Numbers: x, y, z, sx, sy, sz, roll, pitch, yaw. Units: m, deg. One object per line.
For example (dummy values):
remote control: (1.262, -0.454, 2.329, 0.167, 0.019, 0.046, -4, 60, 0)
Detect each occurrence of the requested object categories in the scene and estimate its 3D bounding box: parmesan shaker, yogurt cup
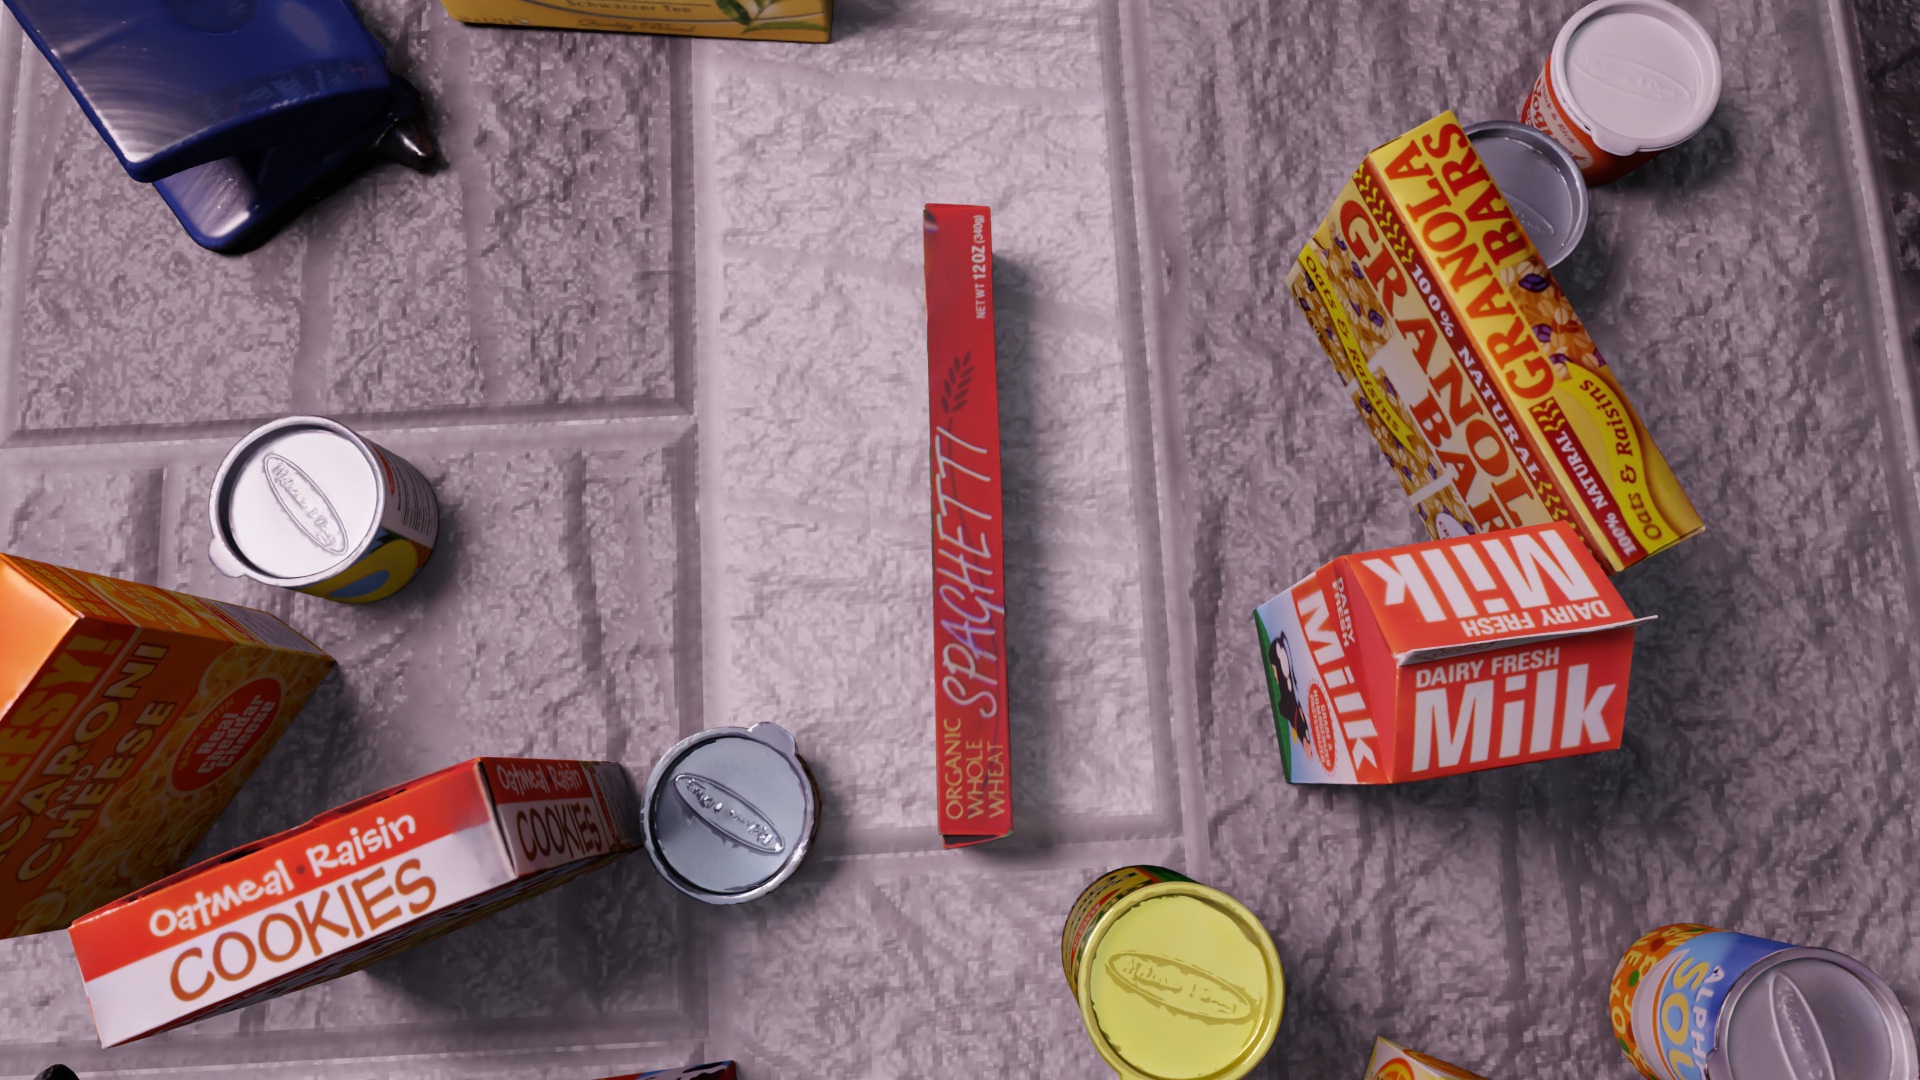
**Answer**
parmesan shaker: (0.070, 0.154, 0.493, 0.071, 0.103, 0.071, 0, 80, 0)
yogurt cup: (0.271, -0.184, 0.580, 0.072, 0.054, 0.072, 0, 80, 0)

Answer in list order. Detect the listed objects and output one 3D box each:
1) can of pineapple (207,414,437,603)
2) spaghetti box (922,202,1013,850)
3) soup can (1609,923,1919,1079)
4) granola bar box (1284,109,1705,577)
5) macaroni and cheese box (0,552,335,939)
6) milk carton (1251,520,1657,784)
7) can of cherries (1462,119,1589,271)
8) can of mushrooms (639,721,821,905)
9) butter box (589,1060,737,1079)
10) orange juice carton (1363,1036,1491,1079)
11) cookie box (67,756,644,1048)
can of pineapple: (-0.249, -0.010, 0.546, 0.071, 0.057, 0.071, 0, 80, 0)
spaghetti box: (0.002, -0.007, 0.549, 0.029, 0.050, 0.250, -2, 80, 0)
soup can: (0.281, 0.176, 0.499, 0.071, 0.083, 0.071, 0, 80, 0)
granola bar box: (0.189, -0.057, 0.521, 0.039, 0.124, 0.165, -27, 81, -4)
macaroni and cheese box: (-0.303, 0.075, 0.475, 0.040, 0.166, 0.124, 33, 82, 6)
milk carton: (0.157, 0.042, 0.469, 0.072, 0.190, 0.073, -9, 80, -1)
can of cherries: (0.210, -0.126, 0.567, 0.071, 0.058, 0.071, 0, 80, 0)
can of mushrooms: (-0.086, 0.104, 0.537, 0.071, 0.033, 0.071, 0, 80, 0)
butter box: (-0.137, 0.213, 0.507, 0.103, 0.053, 0.024, -7, 80, -1)
orange juice carton: (0.180, 0.220, 0.435, 0.072, 0.192, 0.073, 21, 81, 4)
cookie box: (-0.186, 0.113, 0.468, 0.123, 0.167, 0.040, -23, 81, -4)
